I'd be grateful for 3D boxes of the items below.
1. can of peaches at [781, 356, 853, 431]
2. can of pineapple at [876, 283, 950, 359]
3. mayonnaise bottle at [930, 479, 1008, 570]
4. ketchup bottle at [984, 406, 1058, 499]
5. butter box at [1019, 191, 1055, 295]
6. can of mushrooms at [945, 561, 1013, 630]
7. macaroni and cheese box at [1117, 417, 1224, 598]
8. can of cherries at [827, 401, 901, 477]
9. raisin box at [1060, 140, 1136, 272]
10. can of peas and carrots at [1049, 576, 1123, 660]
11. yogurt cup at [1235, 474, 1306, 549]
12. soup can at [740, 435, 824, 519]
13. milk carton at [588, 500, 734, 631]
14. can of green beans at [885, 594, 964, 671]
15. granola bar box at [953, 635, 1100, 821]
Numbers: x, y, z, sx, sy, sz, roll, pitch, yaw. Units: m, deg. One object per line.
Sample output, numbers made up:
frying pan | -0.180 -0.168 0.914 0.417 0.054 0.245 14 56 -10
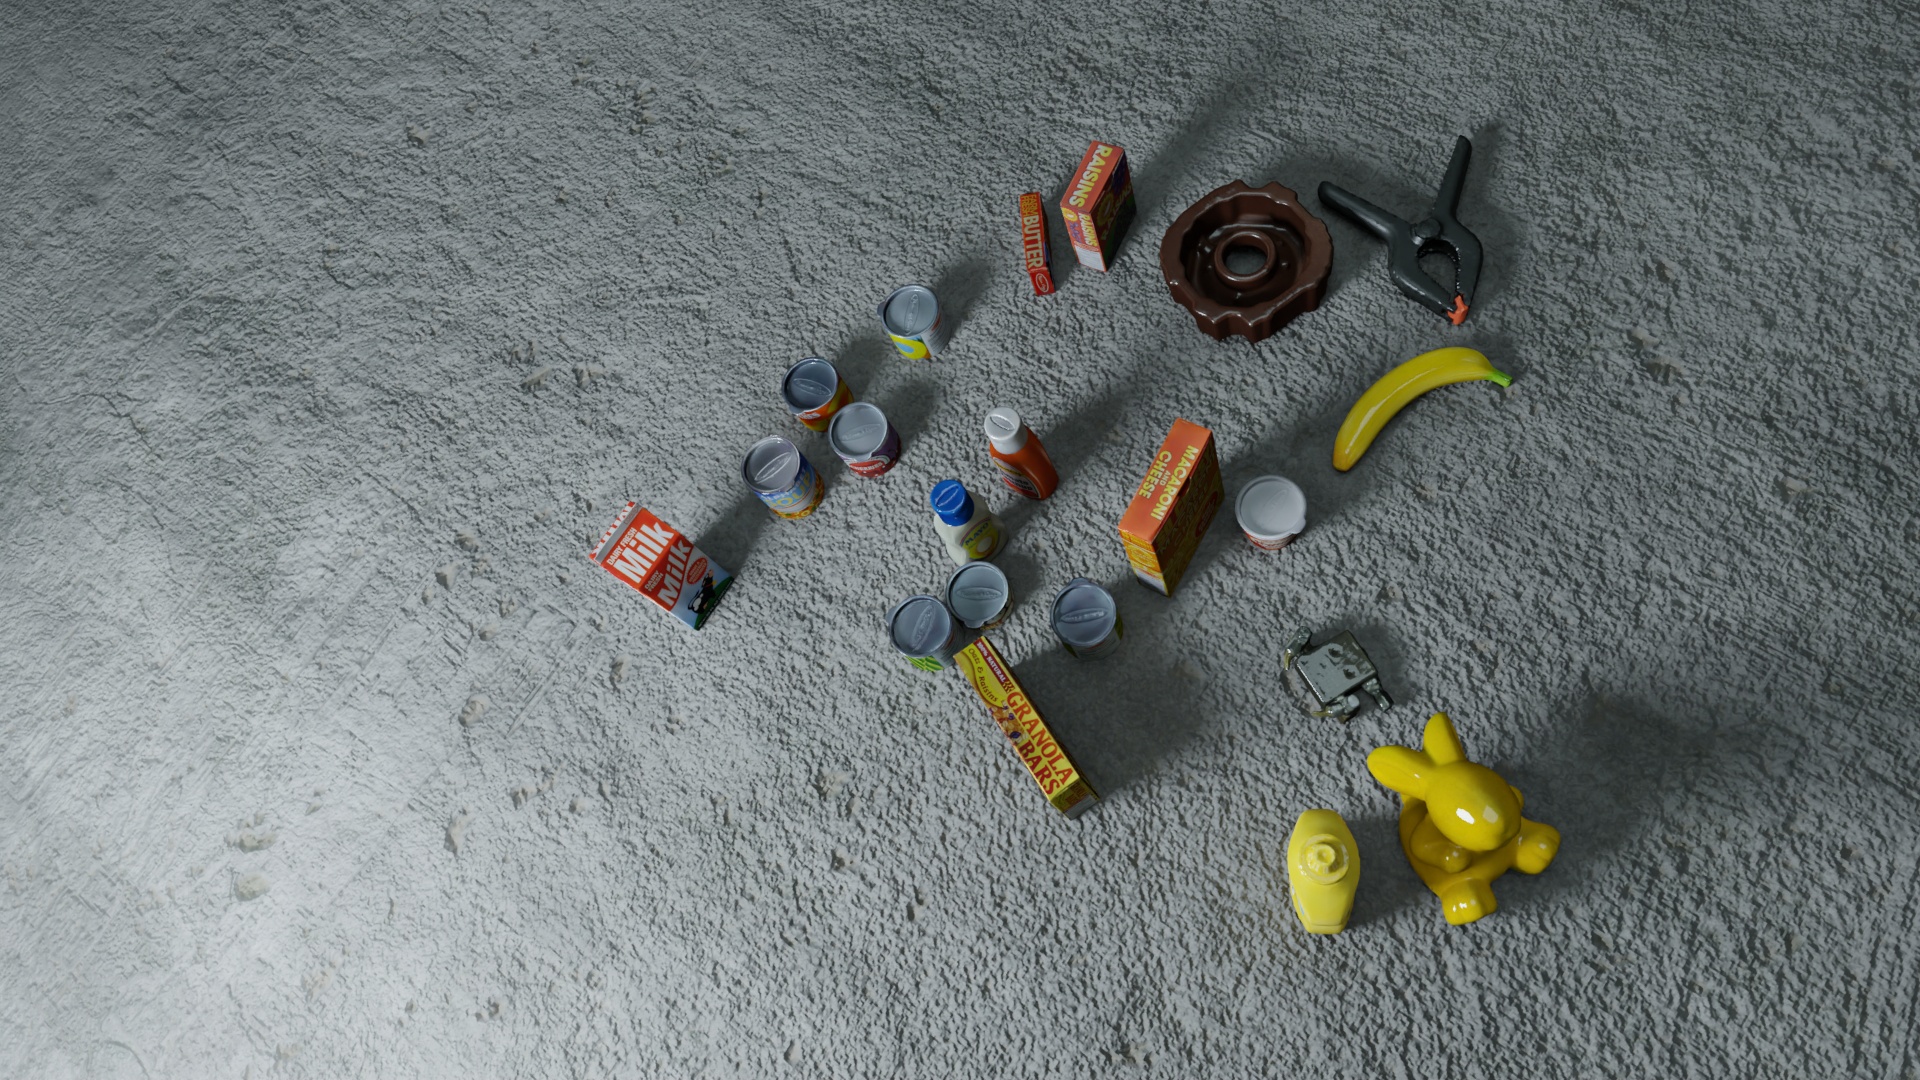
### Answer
can of peaches | -0.158 -0.159 1.534 0.071 0.058 0.071 -5 69 13
can of pineapple | -0.050 -0.242 1.538 0.071 0.057 0.071 -5 69 13
mayonnaise bottle | 0.005 -0.017 1.391 0.065 0.147 0.041 -43 66 -4
ketchup bottle | 0.058 -0.090 1.405 0.065 0.148 0.043 29 80 22
butter box | 0.085 -0.329 1.540 0.024 0.053 0.104 -9 68 11
can of mushrooms | 0.019 0.059 1.421 0.071 0.033 0.071 -5 69 12
macaroni and cheese box | 0.206 -0.028 1.335 0.040 0.166 0.124 26 78 21
can of cherries | -0.103 -0.106 1.500 0.071 0.058 0.072 -5 69 13
raisin box | 0.150 -0.358 1.496 0.040 0.123 0.086 23 77 21
can of peas and carrots | 0.125 0.078 1.374 0.071 0.058 0.071 -5 69 13
yogurt cup | 0.307 -0.024 1.370 0.072 0.054 0.072 -5 69 13
soup can | -0.189 -0.064 1.492 0.071 0.083 0.071 -5 69 13
milk carton | -0.314 0.022 1.433 0.073 0.190 0.072 30 80 22
can of green beans | -0.034 0.094 1.409 0.071 0.057 0.071 -5 69 13
granola bar box | 0.065 0.178 1.316 0.039 0.124 0.166 -35 66 0
